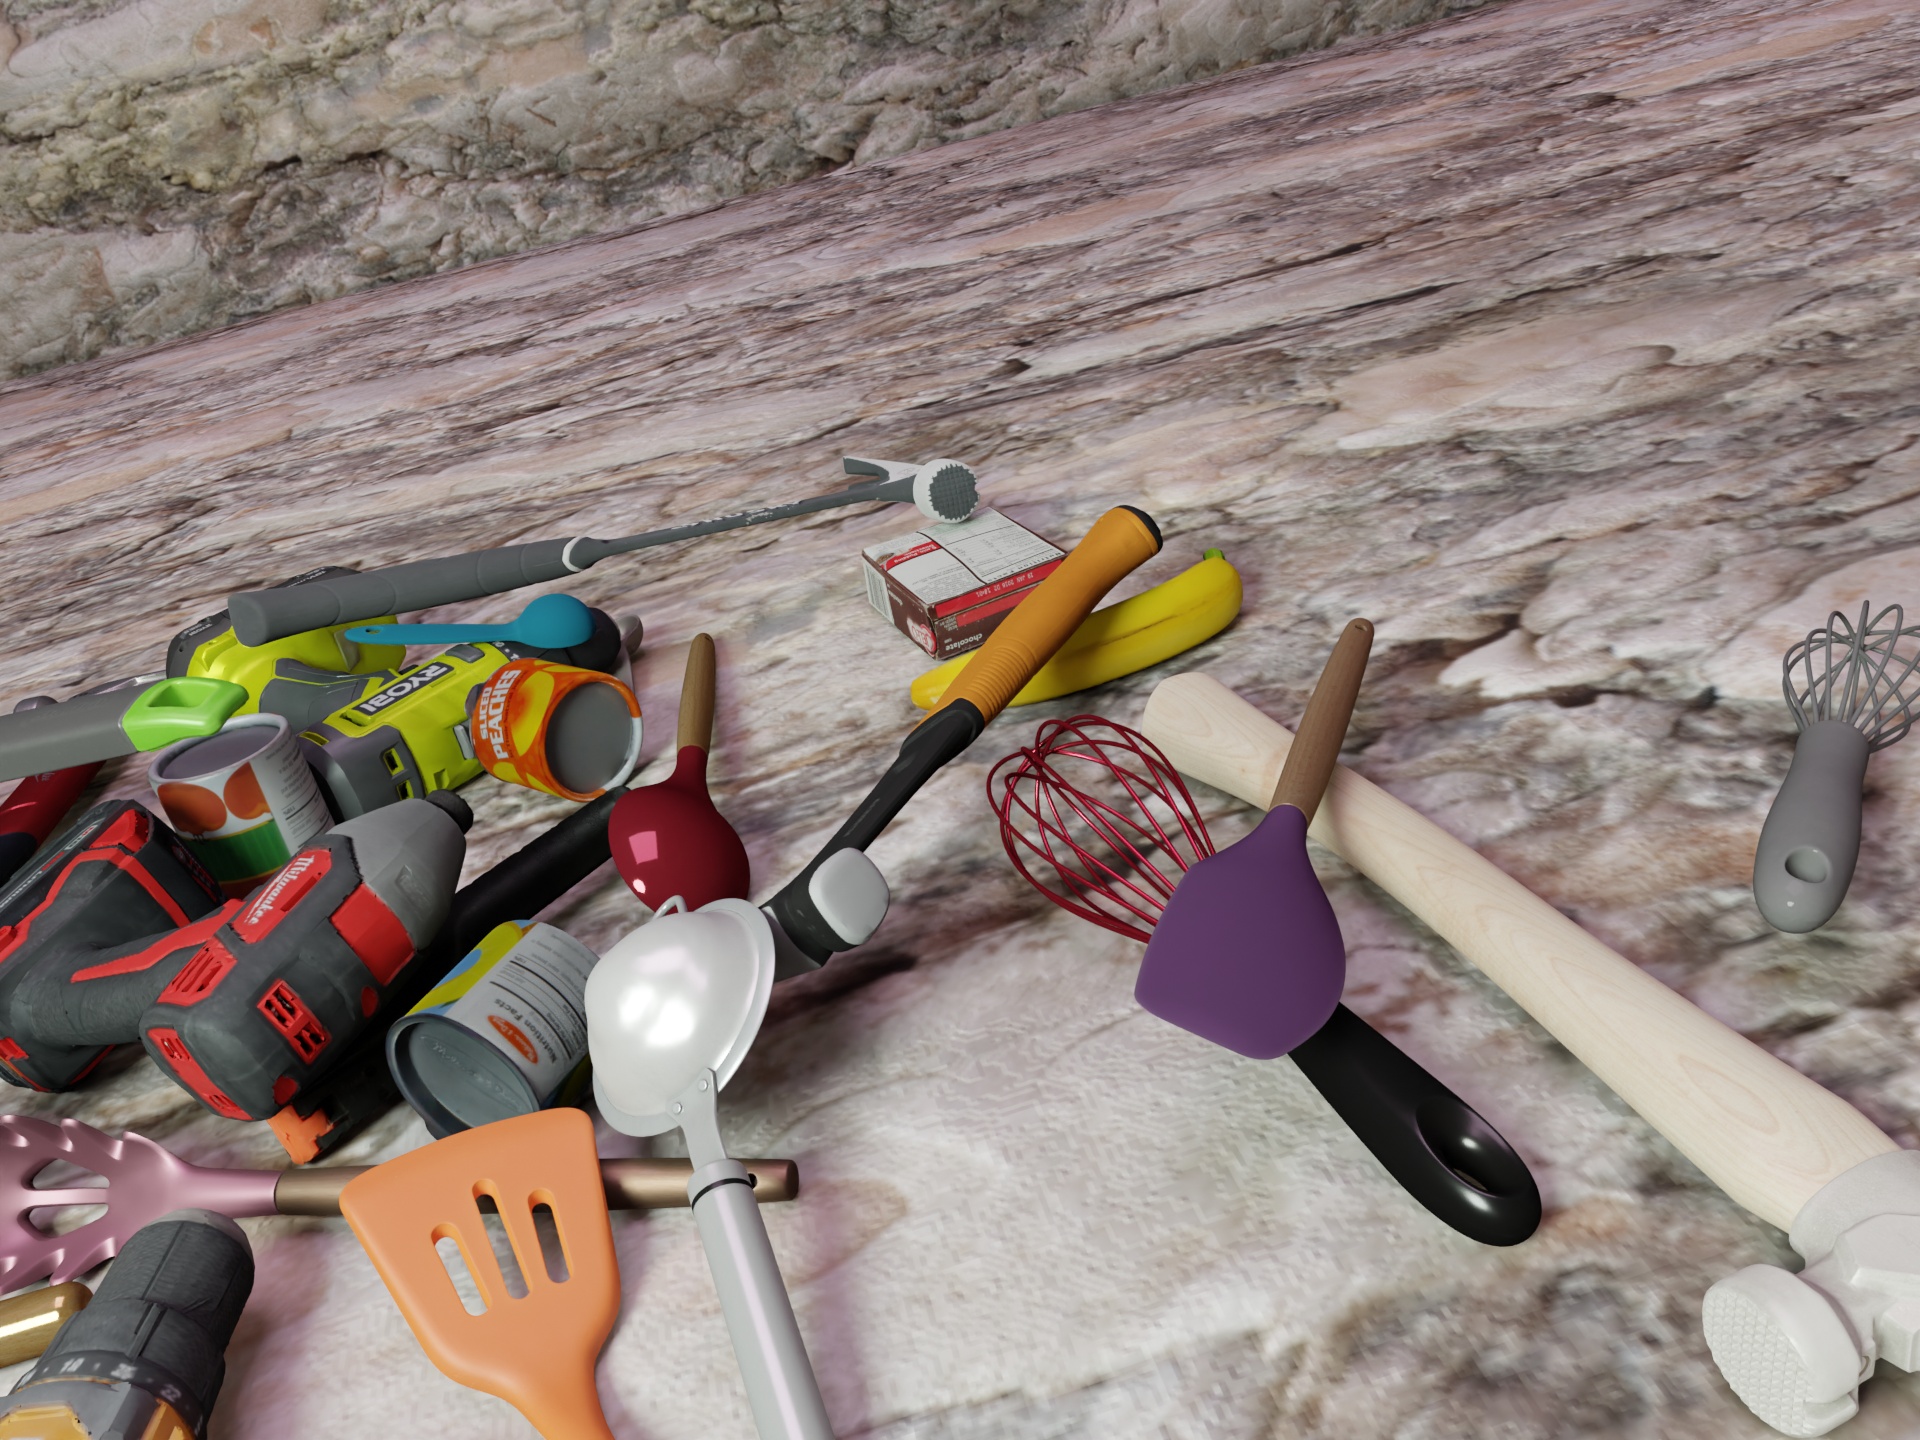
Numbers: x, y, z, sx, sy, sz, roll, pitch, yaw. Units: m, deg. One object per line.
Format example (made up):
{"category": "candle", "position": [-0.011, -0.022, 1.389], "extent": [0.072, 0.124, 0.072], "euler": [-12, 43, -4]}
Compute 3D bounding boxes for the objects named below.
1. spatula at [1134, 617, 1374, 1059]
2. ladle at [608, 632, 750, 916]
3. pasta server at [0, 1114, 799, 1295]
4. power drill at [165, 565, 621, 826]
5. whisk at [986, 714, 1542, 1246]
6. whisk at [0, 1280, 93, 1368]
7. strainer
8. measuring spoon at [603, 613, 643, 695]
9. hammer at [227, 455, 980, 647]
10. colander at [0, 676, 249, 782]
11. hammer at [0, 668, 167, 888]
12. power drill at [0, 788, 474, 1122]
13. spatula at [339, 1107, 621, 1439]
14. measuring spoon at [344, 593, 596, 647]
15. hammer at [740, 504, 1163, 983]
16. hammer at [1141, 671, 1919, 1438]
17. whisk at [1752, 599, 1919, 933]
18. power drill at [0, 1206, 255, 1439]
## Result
{"category": "spatula", "position": [0.127, 0.026, 0.583], "extent": [0.060, 0.018, 0.316], "euler": [22, 31, 10]}
{"category": "ladle", "position": [-0.132, 0.011, 0.789], "extent": [0.031, 0.069, 0.316], "euler": [-52, 19, 13]}
{"category": "pasta server", "position": [-0.210, 0.161, 0.543], "extent": [0.316, 0.060, 0.040], "euler": [-5, -12, 11]}
{"category": "power drill", "position": [-0.322, -0.024, 0.901], "extent": [0.229, 0.080, 0.190], "euler": [15, 39, 38]}
{"category": "whisk", "position": [0.092, 0.076, 0.554], "extent": [0.073, 0.073, 0.296], "euler": [-22, 35, -17]}
{"category": "whisk", "position": [-0.408, 0.223, 0.511], "extent": [0.245, 0.051, 0.047], "euler": [-15, 21, -10]}
{"category": "strainer", "position": [-0.076, 0.135, 0.484], "extent": [0.087, 0.050, 0.259], "euler": [-43, 43, 11]}
{"category": "measuring spoon", "position": [-0.194, -0.023, 0.912], "extent": [0.034, 0.018, 0.124], "euler": [-27, 34, 5]}
{"category": "hammer", "position": [-0.201, -0.101, 0.911], "extent": [0.409, 0.036, 0.149], "euler": [-14, 17, -19]}
{"category": "colander", "position": [-0.467, 0.057, 0.692], "extent": [0.397, 0.094, 0.205], "euler": [-10, 30, 14]}
{"category": "hammer", "position": [-0.497, 0.069, 0.842], "extent": [0.143, 0.038, 0.387], "euler": [-12, 27, -1]}
{"category": "power drill", "position": [-0.295, 0.084, 0.629], "extent": [0.220, 0.078, 0.143], "euler": [-6, 35, 35]}
{"category": "spatula", "position": [-0.079, 0.205, 0.397], "extent": [0.081, 0.041, 0.323], "euler": [-13, 26, -28]}
{"category": "measuring spoon", "position": [-0.259, -0.054, 0.841], "extent": [0.128, 0.021, 0.042], "euler": [-3, 29, -12]}
{"category": "hammer", "position": [-0.001, -0.002, 0.684], "extent": [0.127, 0.034, 0.337], "euler": [-27, 15, 44]}
{"category": "hammer", "position": [0.187, 0.062, 0.556], "extent": [0.146, 0.038, 0.411], "euler": [-19, 28, -14]}
{"category": "whisk", "position": [0.309, 0.013, 0.558], "extent": [0.055, 0.055, 0.239], "euler": [6, 27, 33]}
{"category": "power drill", "position": [-0.322, 0.219, 0.441], "extent": [0.226, 0.084, 0.185], "euler": [-7, 28, 2]}
